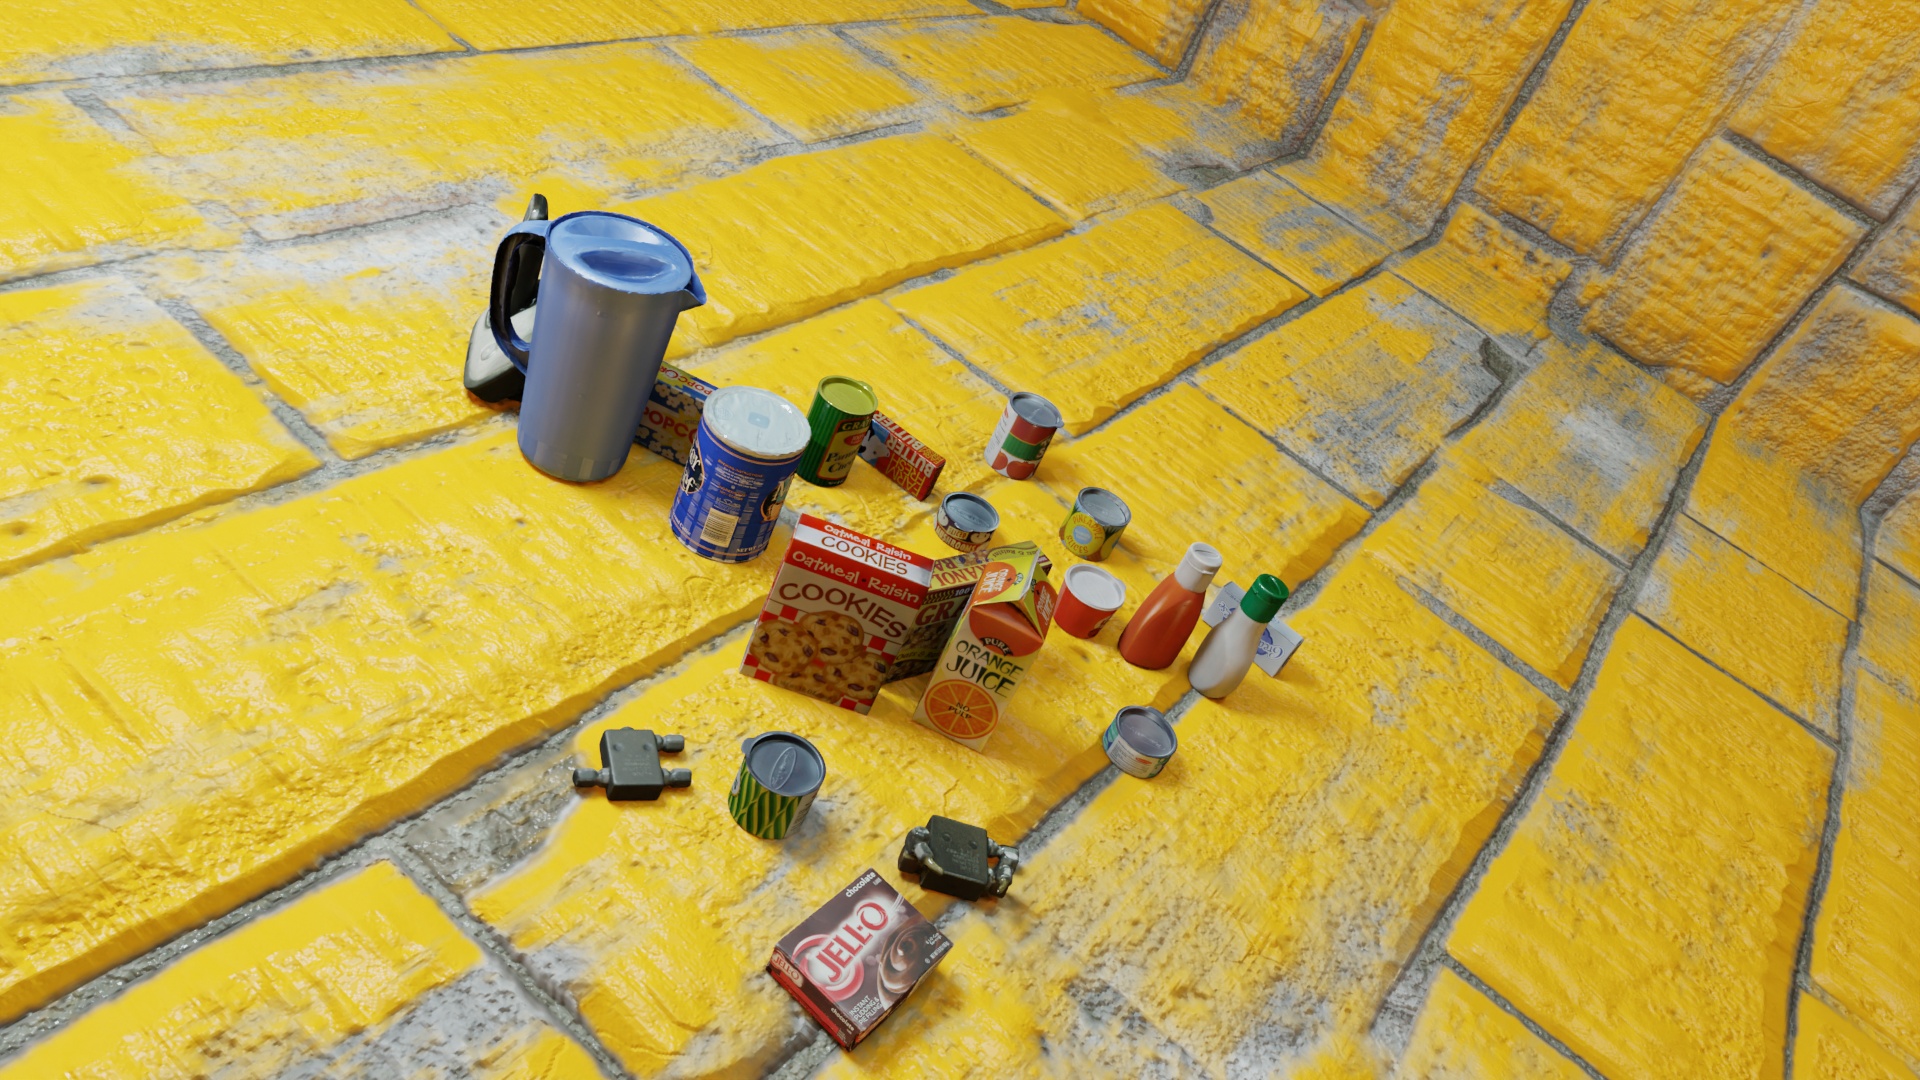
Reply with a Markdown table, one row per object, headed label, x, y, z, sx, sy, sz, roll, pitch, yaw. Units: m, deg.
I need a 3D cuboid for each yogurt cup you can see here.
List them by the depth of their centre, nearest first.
| label | x | y | z | sx | sy | sz | roll | pitch | yaw |
| --- | --- | --- | --- | --- | --- | --- | --- | --- | --- |
| yogurt cup | 0.131 | 0.066 | 1.458 | 0.072 | 0.053 | 0.073 | 17 | 36 | -13 |

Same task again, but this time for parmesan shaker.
| label | x | y | z | sx | sy | sz | roll | pitch | yaw |
| --- | --- | --- | --- | --- | --- | --- | --- | --- | --- |
| parmesan shaker | -0.134 | -0.116 | 1.480 | 0.071 | 0.102 | 0.072 | 17 | 36 | -13 |

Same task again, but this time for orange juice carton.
| label | x | y | z | sx | sy | sz | roll | pitch | yaw |
| --- | --- | --- | --- | --- | --- | --- | --- | --- | --- |
| orange juice carton | 0.029 | 0.092 | 1.241 | 0.073 | 0.191 | 0.072 | 26 | 35 | -1 |

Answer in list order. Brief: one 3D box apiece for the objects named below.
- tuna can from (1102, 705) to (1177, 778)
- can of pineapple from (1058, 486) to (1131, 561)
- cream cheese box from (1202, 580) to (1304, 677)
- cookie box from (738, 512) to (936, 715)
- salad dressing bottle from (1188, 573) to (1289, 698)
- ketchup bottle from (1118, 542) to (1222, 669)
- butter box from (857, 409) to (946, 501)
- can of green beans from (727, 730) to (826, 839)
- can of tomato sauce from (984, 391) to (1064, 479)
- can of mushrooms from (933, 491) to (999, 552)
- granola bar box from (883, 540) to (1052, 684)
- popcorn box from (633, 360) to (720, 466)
| label | x | y | z | sx | sy | sz | roll | pitch | yaw |
| --- | --- | --- | --- | --- | --- | --- | --- | --- | --- |
| tuna can | 0.174 | 0.193 | 1.341 | 0.071 | 0.032 | 0.071 | 17 | 36 | -13 |
| can of pineapple | 0.151 | -0.018 | 1.572 | 0.071 | 0.057 | 0.071 | 17 | 36 | -13 |
| cream cheese box | 0.323 | 0.098 | 1.537 | 0.104 | 0.053 | 0.024 | 41 | 38 | 19 |
| cookie box | -0.109 | 0.066 | 1.209 | 0.123 | 0.166 | 0.040 | 20 | 36 | -9 |
| salad dressing bottle | 0.287 | 0.098 | 1.433 | 0.044 | 0.146 | 0.064 | 10 | 38 | -22 |
| ketchup bottle | 0.220 | 0.068 | 1.429 | 0.065 | 0.148 | 0.044 | 10 | 38 | -22 |
| butter box | -0.068 | -0.094 | 1.536 | 0.103 | 0.052 | 0.024 | 37 | 36 | 14 |
| can of green beans | -0.148 | 0.196 | 1.114 | 0.071 | 0.057 | 0.071 | 17 | 36 | -13 |
| can of tomato sauce | 0.075 | -0.122 | 1.635 | 0.071 | 0.082 | 0.071 | 17 | 36 | -13 |
| can of mushrooms | 0.005 | -0.019 | 1.504 | 0.071 | 0.033 | 0.071 | 17 | 36 | -13 |
| granola bar box | -0.004 | 0.067 | 1.311 | 0.166 | 0.123 | 0.039 | -11 | 50 | -41 |
| popcorn box | -0.276 | -0.121 | 1.413 | 0.127 | 0.084 | 0.038 | 26 | 35 | 0 |
